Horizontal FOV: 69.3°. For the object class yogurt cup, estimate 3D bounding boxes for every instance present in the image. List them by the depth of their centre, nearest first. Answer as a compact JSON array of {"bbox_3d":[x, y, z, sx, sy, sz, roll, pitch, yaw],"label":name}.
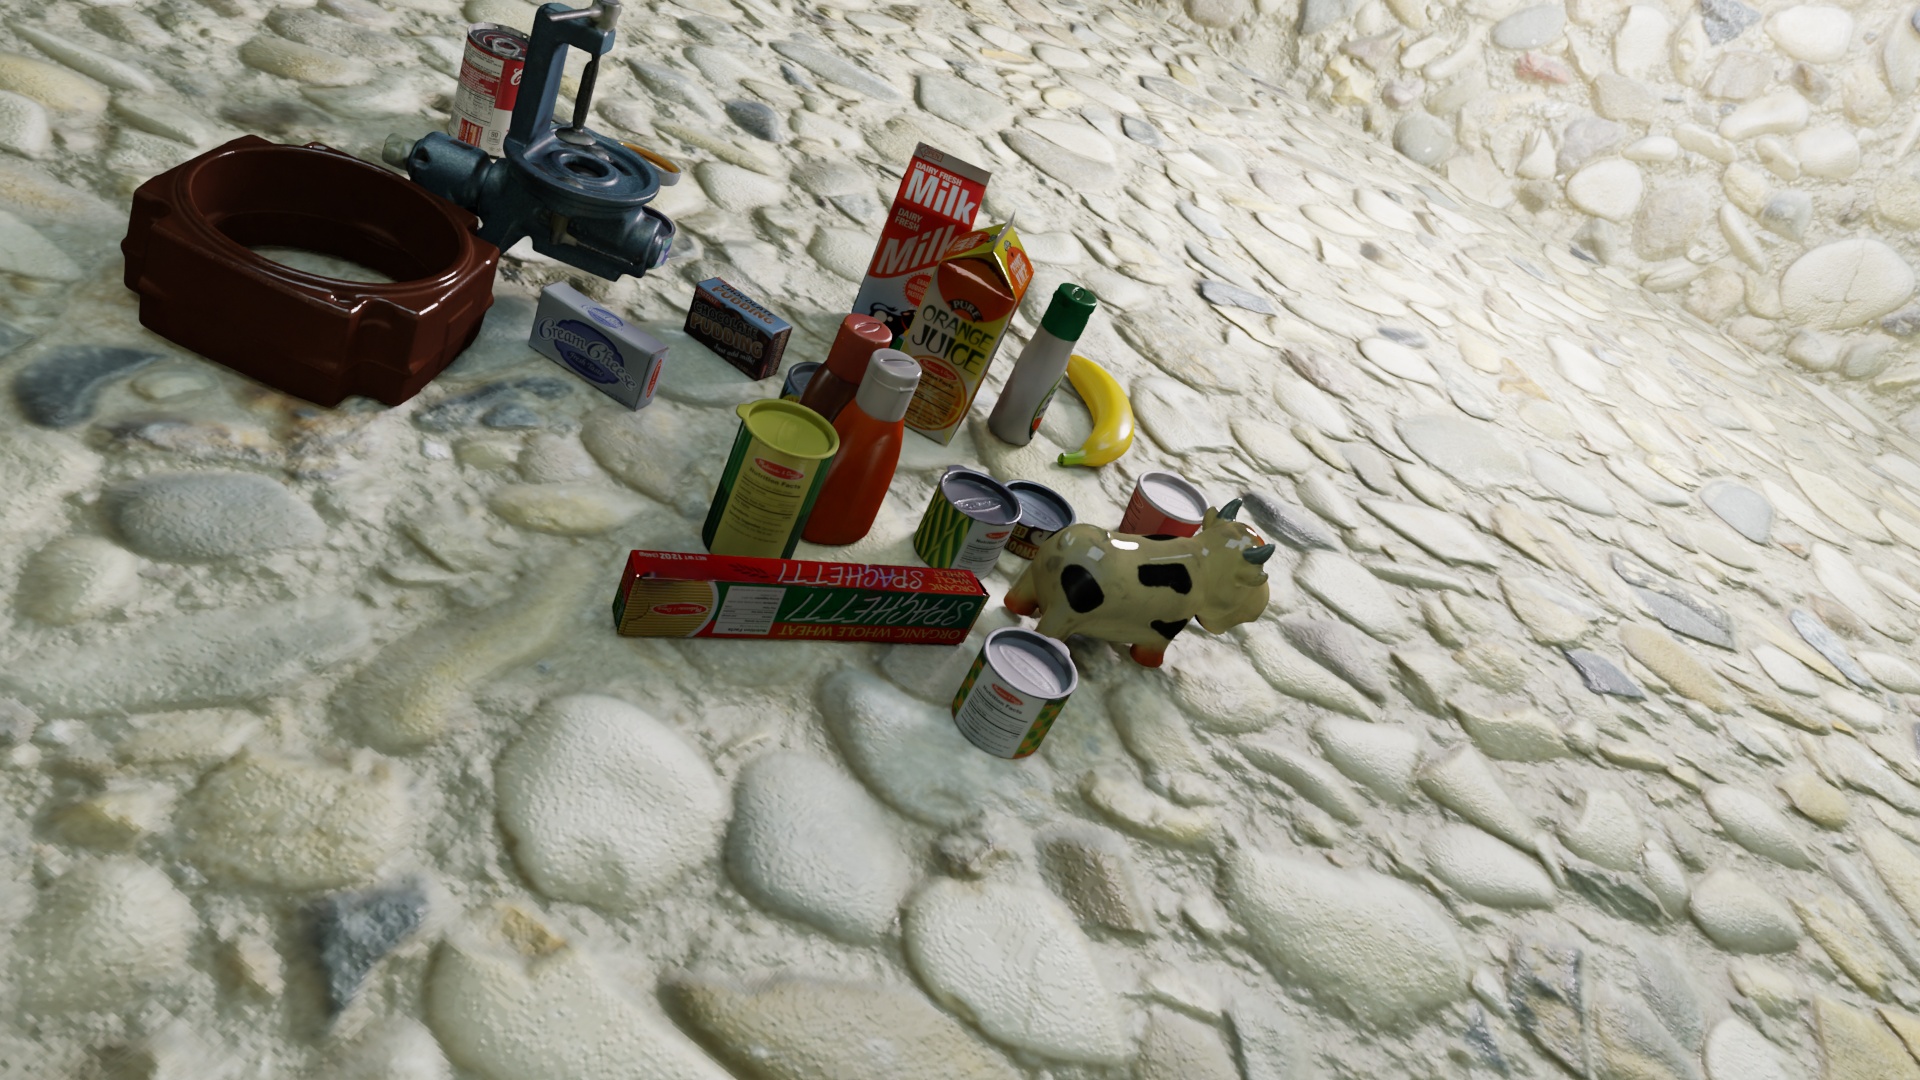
[{"bbox_3d":[0.170,-0.019,1.177,0.072,0.053,0.073,19,33,-13],"label":"yogurt cup"}]

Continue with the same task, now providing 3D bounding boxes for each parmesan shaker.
[{"bbox_3d":[-0.133,-0.037,0.941,0.071,0.102,0.072,19,33,-13],"label":"parmesan shaker"}]

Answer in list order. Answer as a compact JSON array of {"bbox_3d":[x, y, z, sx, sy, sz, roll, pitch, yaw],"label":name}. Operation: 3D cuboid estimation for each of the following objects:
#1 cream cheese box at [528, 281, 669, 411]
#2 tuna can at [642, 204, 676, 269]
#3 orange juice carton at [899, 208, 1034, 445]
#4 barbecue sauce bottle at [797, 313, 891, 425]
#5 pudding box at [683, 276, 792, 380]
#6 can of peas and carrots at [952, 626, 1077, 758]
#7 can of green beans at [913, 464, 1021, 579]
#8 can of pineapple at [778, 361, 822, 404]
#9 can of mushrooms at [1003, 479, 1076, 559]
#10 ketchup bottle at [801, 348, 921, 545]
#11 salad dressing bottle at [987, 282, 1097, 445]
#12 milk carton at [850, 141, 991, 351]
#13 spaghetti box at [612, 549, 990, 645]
[{"bbox_3d":[-0.273,-0.146,1.043,0.104,0.053,0.024,32,32,8],"label":"cream cheese box"},{"bbox_3d":[-0.288,-0.269,1.226,0.071,0.032,0.071,19,33,-13],"label":"tuna can"},{"bbox_3d":[0.002,-0.183,1.161,0.073,0.191,0.072,27,32,0],"label":"orange juice carton"},{"bbox_3d":[-0.093,-0.094,1.008,0.044,0.147,0.065,39,34,19],"label":"barbecue sauce bottle"},{"bbox_3d":[-0.185,-0.176,1.152,0.084,0.049,0.030,35,33,13],"label":"pudding box"},{"bbox_3d":[0.036,0.099,0.910,0.071,0.058,0.071,19,33,-13],"label":"can of peas and carrots"},{"bbox_3d":[0.005,-0.012,1.045,0.071,0.057,0.071,19,33,-13],"label":"can of green beans"},{"bbox_3d":[-0.113,-0.097,1.083,0.071,0.057,0.071,19,33,-13],"label":"can of pineapple"},{"bbox_3d":[0.055,-0.016,1.110,0.071,0.033,0.071,19,33,-13],"label":"can of mushrooms"},{"bbox_3d":[-0.070,-0.065,0.983,0.065,0.148,0.044,-5,44,-40],"label":"ketchup bottle"},{"bbox_3d":[0.072,-0.153,1.211,0.044,0.147,0.064,28,32,3],"label":"salad dressing bottle"},{"bbox_3d":[-0.039,-0.256,1.237,0.072,0.189,0.074,21,32,-9],"label":"milk carton"},{"bbox_3d":[-0.099,0.040,0.906,0.250,0.050,0.029,4,38,-31],"label":"spaghetti box"}]
